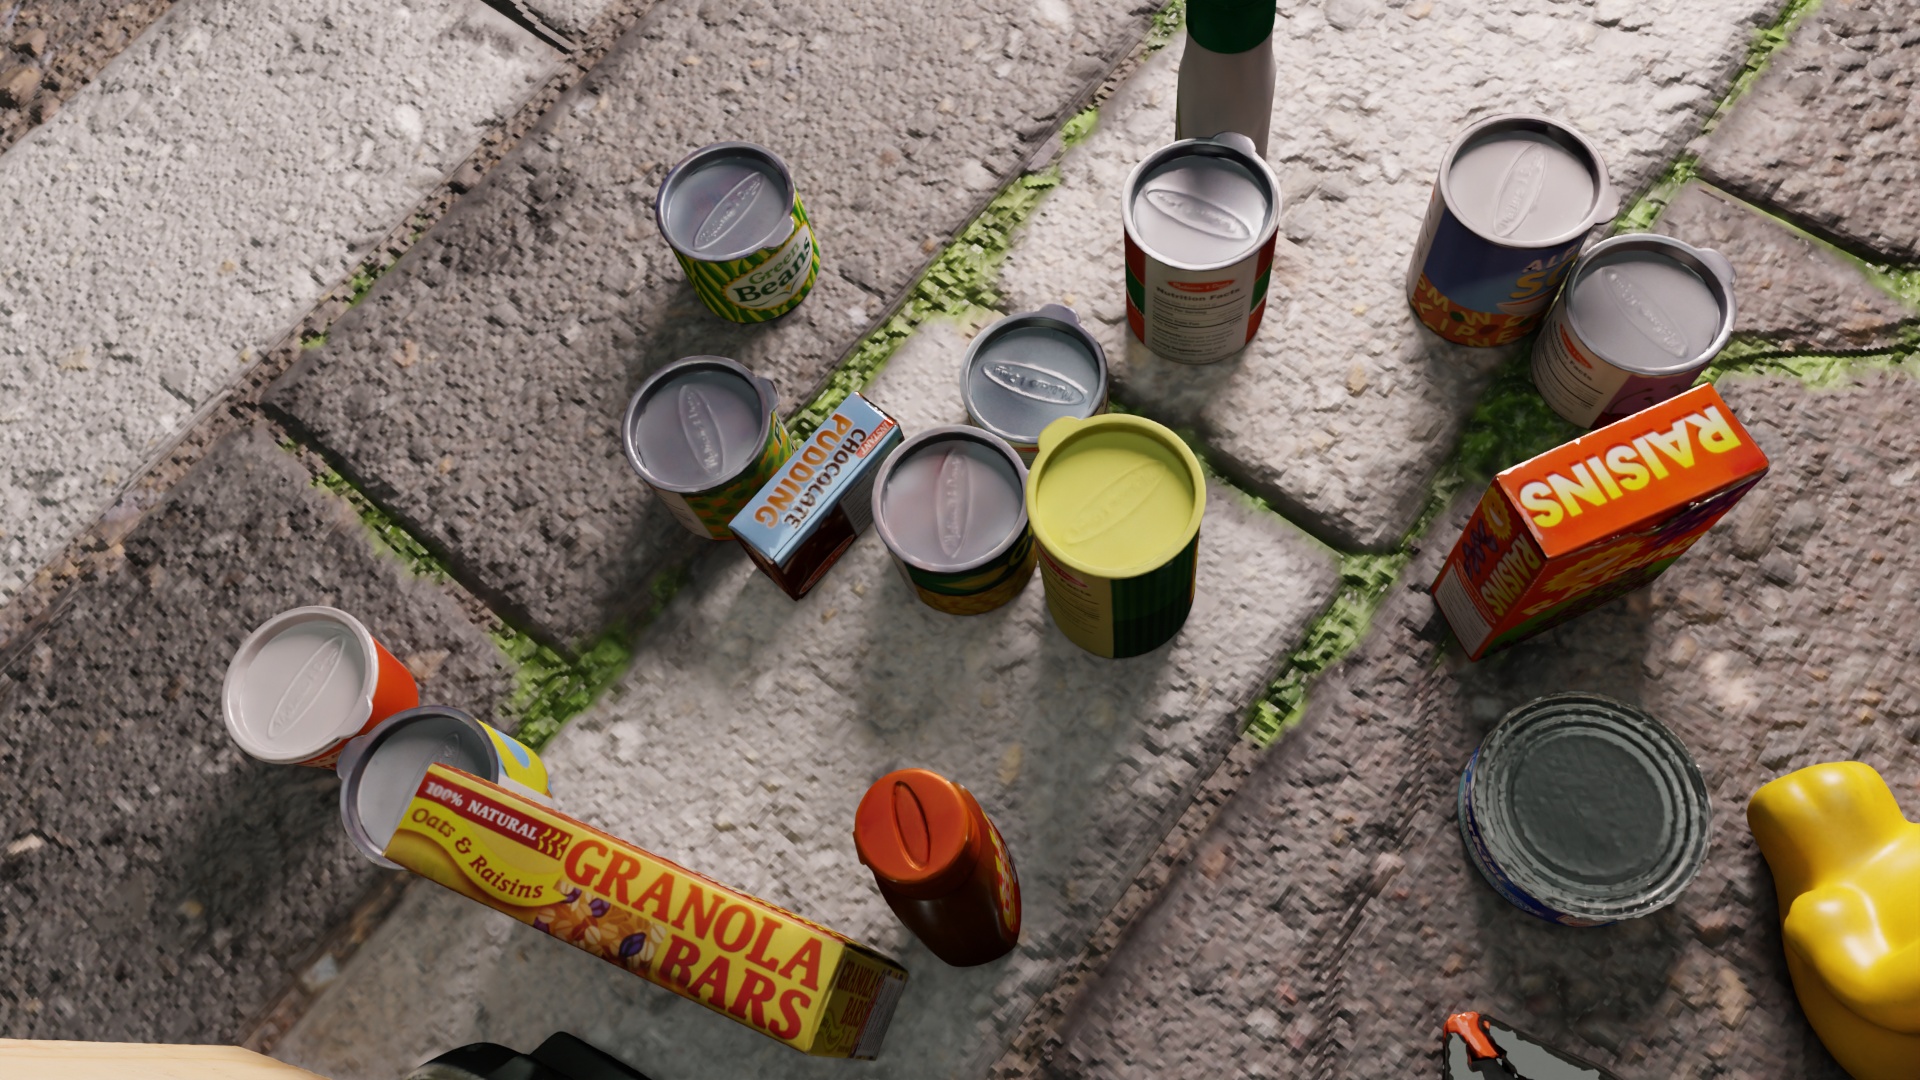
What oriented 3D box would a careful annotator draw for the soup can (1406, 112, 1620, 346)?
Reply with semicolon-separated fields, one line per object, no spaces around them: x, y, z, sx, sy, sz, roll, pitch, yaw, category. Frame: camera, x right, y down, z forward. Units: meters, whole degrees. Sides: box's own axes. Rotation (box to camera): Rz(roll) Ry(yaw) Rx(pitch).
0.235;-0.130;0.599;0.071;0.083;0.071;-3;68;7;soup can

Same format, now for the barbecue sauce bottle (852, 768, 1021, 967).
-0.007;0.115;0.497;0.044;0.148;0.065;-17;67;1;barbecue sauce bottle

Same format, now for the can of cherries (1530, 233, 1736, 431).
0.285;-0.087;0.589;0.071;0.058;0.072;-3;68;7;can of cherries

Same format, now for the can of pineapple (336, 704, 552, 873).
-0.212;0.106;0.577;0.071;0.057;0.071;-3;68;7;can of pineapple

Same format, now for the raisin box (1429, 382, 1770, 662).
0.235;-0.002;0.526;0.086;0.123;0.040;-23;67;-2;raisin box

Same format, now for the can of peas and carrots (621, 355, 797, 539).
-0.108;-0.041;0.622;0.071;0.058;0.071;-3;68;7;can of peas and carrots

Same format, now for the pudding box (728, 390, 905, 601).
-0.059;-0.019;0.611;0.030;0.049;0.084;37;77;19;pudding box

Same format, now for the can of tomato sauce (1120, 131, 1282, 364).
0.106;-0.128;0.615;0.071;0.083;0.071;-3;68;7;can of tomato sauce

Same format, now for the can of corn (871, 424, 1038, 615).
0.002;-0.007;0.594;0.071;0.058;0.071;-3;68;7;can of corn

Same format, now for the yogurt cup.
-0.273;0.068;0.602;0.072;0.053;0.072;-3;68;7;yogurt cup

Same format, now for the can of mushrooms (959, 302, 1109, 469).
0.035;-0.069;0.628;0.071;0.033;0.071;-3;68;7;can of mushrooms

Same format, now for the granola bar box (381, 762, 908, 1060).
-0.109;0.139;0.514;0.166;0.124;0.039;19;72;14;granola bar box

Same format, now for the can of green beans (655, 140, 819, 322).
-0.105;-0.146;0.664;0.071;0.057;0.071;-3;68;7;can of green beans

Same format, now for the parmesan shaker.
0.062;-0.001;0.559;0.071;0.102;0.071;-3;68;7;parmesan shaker

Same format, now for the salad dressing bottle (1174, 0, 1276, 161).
0.116;-0.203;0.609;0.044;0.147;0.064;10;70;11;salad dressing bottle
